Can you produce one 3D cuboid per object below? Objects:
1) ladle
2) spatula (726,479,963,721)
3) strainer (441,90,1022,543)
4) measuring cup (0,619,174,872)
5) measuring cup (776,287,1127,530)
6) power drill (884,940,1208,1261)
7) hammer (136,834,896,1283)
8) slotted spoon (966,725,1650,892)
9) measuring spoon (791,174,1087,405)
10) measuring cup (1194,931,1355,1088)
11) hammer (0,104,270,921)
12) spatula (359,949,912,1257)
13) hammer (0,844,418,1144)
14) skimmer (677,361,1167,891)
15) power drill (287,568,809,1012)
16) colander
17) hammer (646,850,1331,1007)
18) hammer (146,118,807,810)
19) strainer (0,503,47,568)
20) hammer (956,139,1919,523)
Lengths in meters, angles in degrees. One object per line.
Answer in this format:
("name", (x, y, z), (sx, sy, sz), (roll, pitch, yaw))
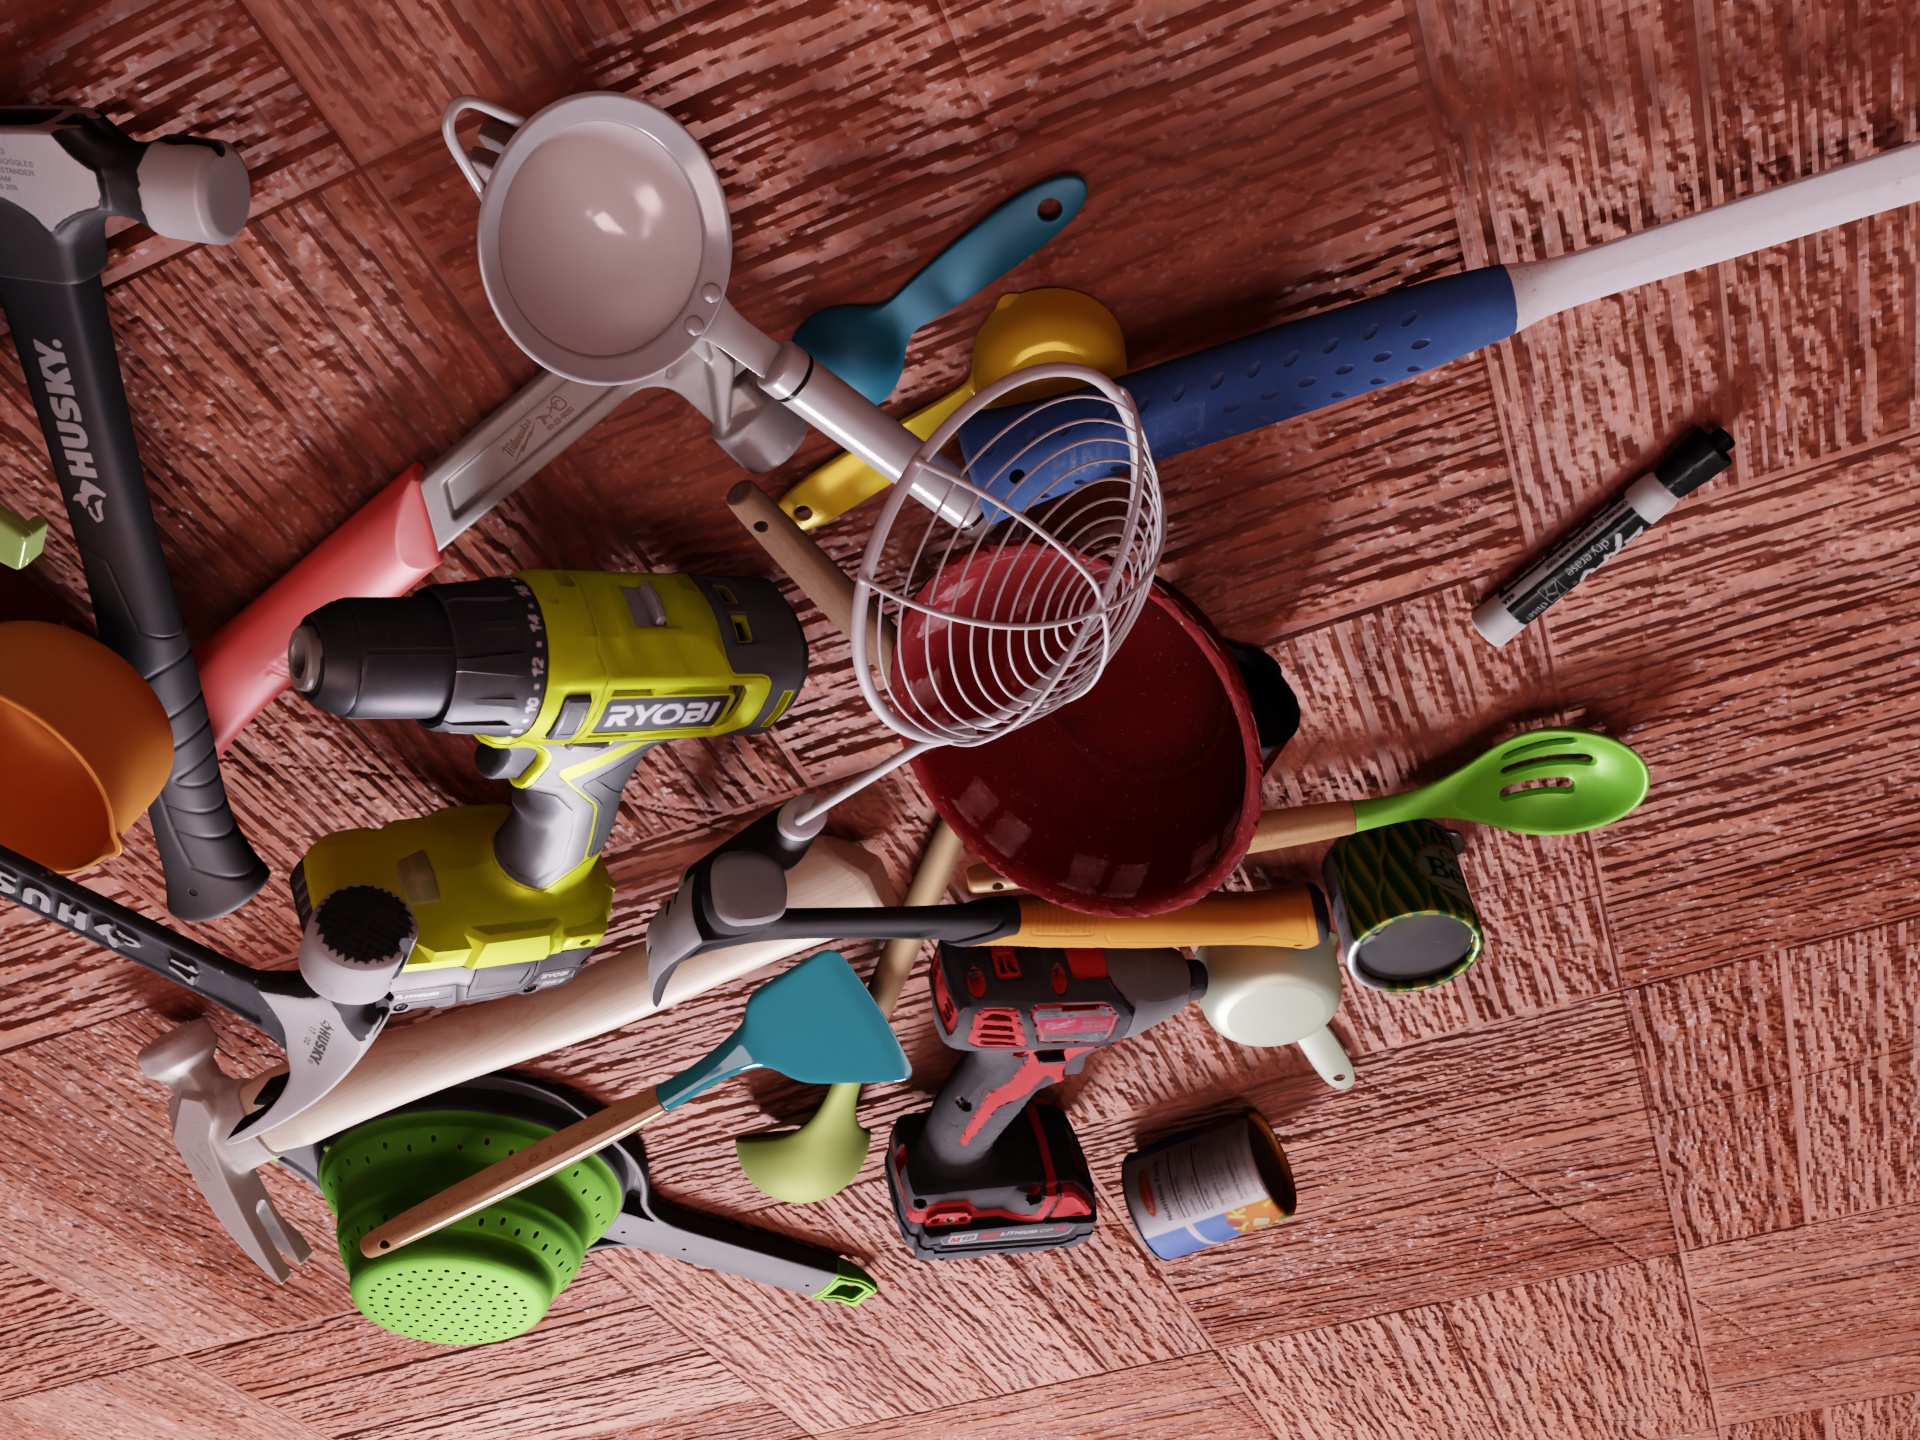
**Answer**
("ladle", (-0.050, 0.149, 0.838), (0.078, 0.062, 0.320), (2, 129, -26))
("spatula", (-0.001, -0.002, 0.686), (0.060, 0.018, 0.315), (-27, 136, 17))
("strainer", (-0.067, -0.121, 0.533), (0.258, 0.050, 0.087), (31, 86, -37))
("measuring cup", (-0.356, 0.031, 0.604), (0.095, 0.052, 0.173), (34, 129, -12))
("measuring cup", (-0.008, -0.103, 0.595), (0.156, 0.029, 0.062), (-28, 129, 19))
("power drill", (0.041, 0.193, 0.851), (0.143, 0.079, 0.219), (0, 131, -18))
("hammer", (-0.218, 0.162, 0.806), (0.410, 0.038, 0.146), (-22, 99, 13))
("slotted spoon", (0.157, 0.047, 0.742), (0.314, 0.031, 0.070), (-10, 132, 4))
("measuring spoon", (-0.008, -0.147, 0.558), (0.128, 0.021, 0.042), (-31, 128, 26))
("measuring cup", (0.184, 0.169, 0.862), (0.083, 0.038, 0.167), (-23, 129, 18))
("hammer", (-0.313, -0.054, 0.587), (0.146, 0.035, 0.334), (8, 127, 2))
("spatula", (-0.180, 0.212, 0.829), (0.317, 0.044, 0.082), (-28, 106, 6))
("hammer", (-0.393, 0.025, 0.553), (0.409, 0.036, 0.149), (29, 129, -7))
("skimmer", (-0.048, -0.006, 0.605), (0.127, 0.090, 0.363), (-27, 176, -36))
("power drill", (-0.189, 0.025, 0.642), (0.190, 0.080, 0.228), (-3, 144, -40))
("colander", (-0.222, 0.329, 0.960), (0.396, 0.095, 0.204), (26, 128, -25))
("hammer", (0.027, 0.095, 0.732), (0.336, 0.034, 0.127), (3, 156, -27))
("hammer", (-0.238, -0.066, 0.617), (0.359, 0.037, 0.149), (-31, 128, 24))
("strainer", (-0.393, -0.111, 0.496), (0.256, 0.069, 0.151), (-6, 121, 23))
("hammer", (0.198, -0.142, 0.543), (0.405, 0.035, 0.143), (-17, 133, 6))
